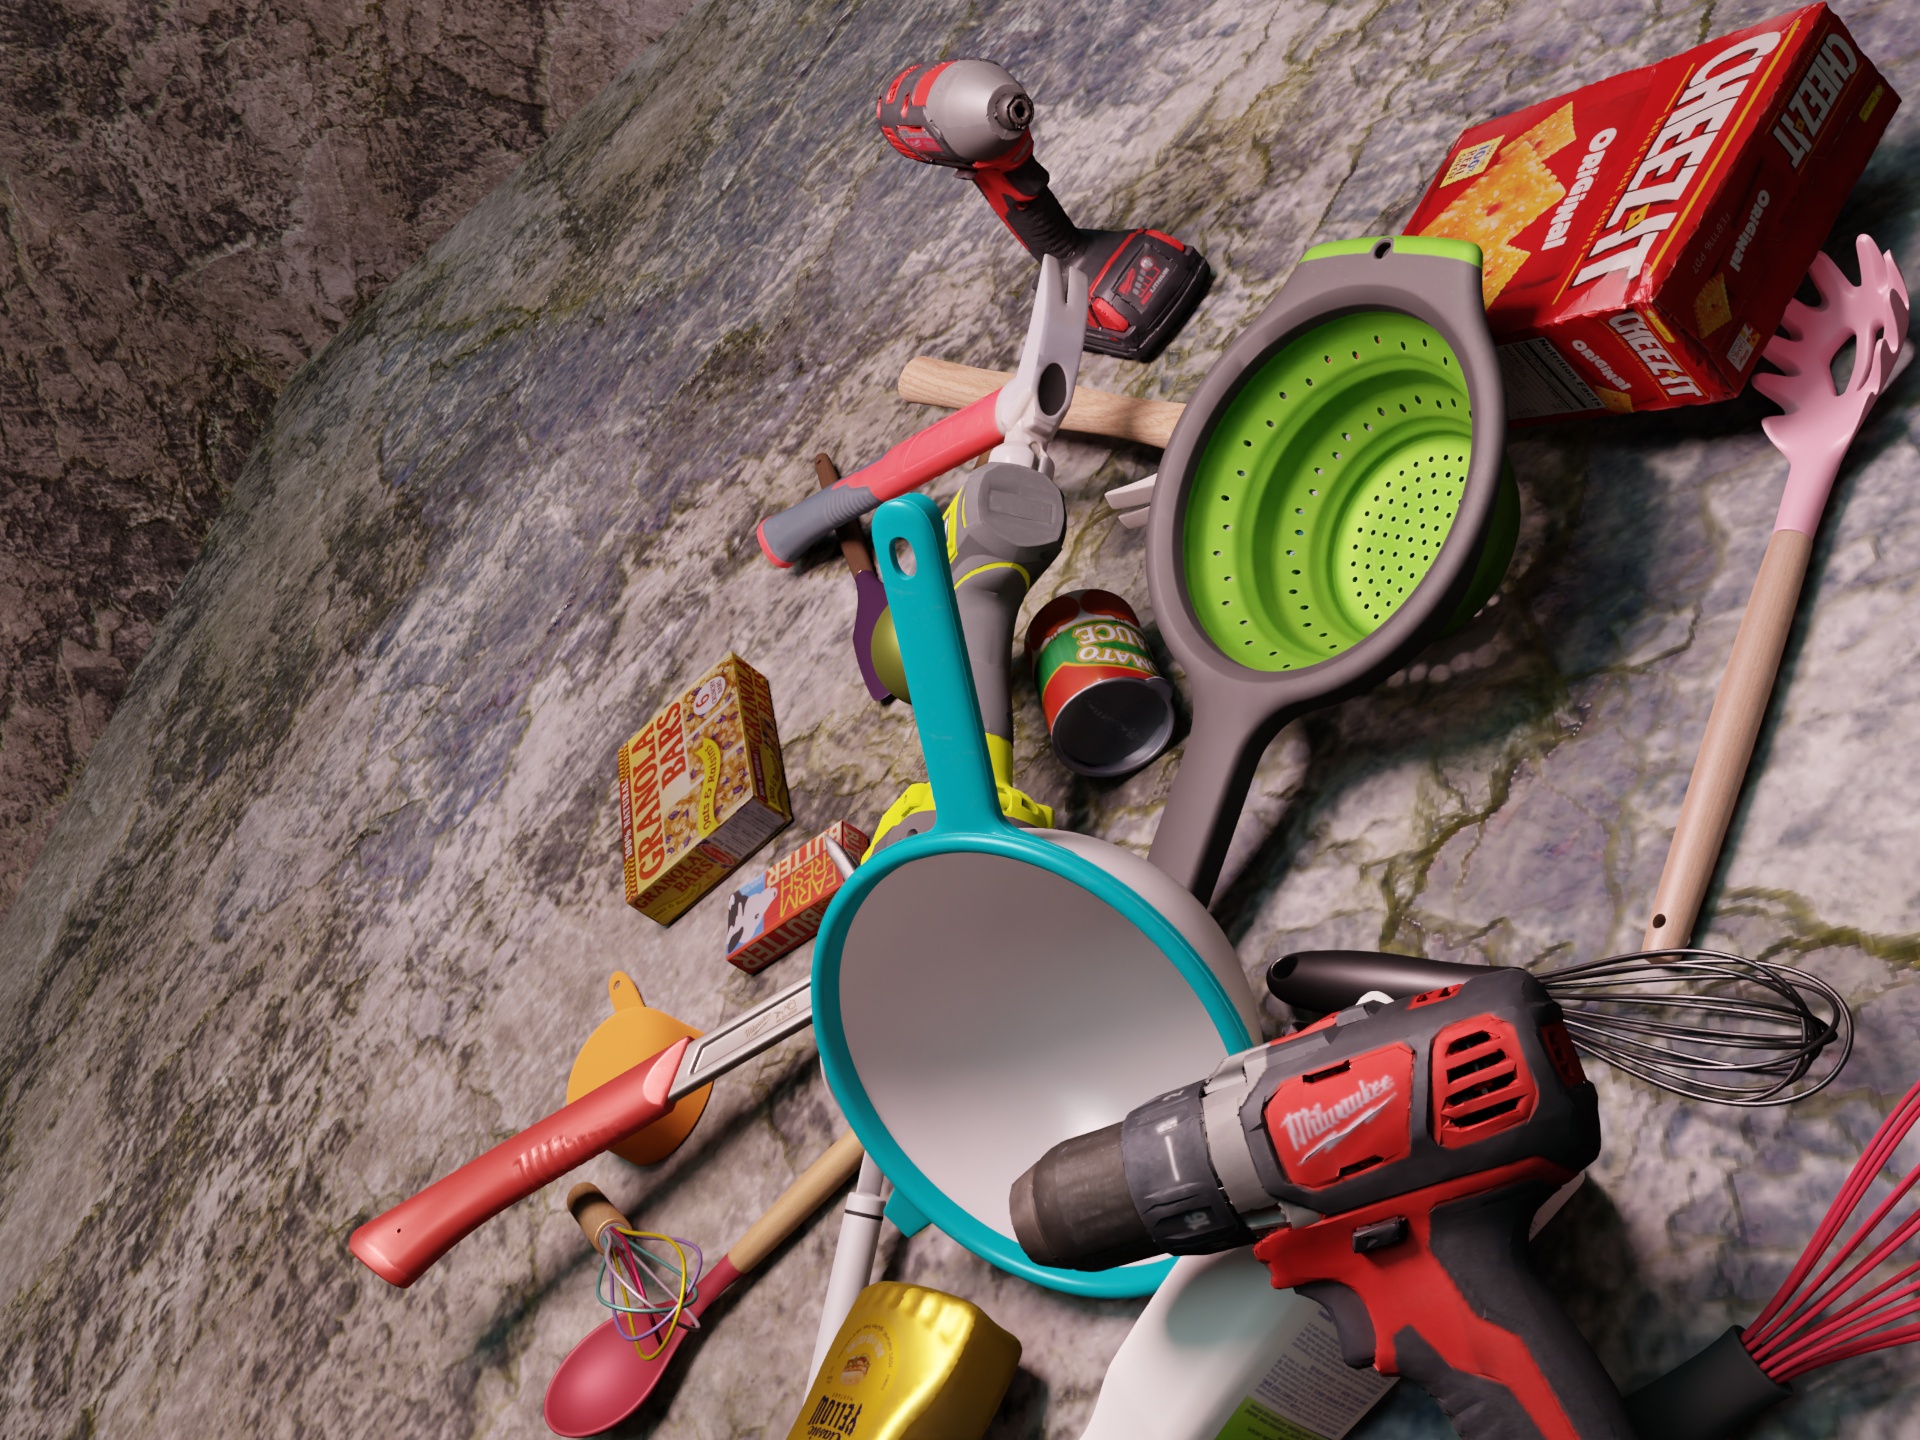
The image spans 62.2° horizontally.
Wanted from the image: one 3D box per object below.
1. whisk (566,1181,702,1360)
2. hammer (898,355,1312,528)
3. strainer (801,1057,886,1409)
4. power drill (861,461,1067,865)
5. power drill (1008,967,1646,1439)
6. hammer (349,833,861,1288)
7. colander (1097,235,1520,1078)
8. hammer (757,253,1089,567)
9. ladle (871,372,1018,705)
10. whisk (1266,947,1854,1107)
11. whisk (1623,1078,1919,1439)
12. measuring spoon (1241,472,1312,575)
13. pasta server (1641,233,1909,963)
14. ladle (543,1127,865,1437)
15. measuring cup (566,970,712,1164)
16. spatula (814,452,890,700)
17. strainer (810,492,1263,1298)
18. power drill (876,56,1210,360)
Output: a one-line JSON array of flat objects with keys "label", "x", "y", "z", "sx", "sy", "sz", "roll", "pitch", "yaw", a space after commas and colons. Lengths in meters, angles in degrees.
[{"label": "whisk", "x": -0.183, "y": 0.285, "z": 0.846, "sx": 0.245, "sy": 0.051, "sz": 0.047, "roll": 172, "pitch": 89, "yaw": -67}, {"label": "hammer", "x": 0.065, "y": -0.197, "z": 1.010, "sx": 0.332, "sy": 0.031, "sz": 0.130, "roll": 23, "pitch": 71, "yaw": 49}, {"label": "strainer", "x": -0.046, "y": 0.225, "z": 0.765, "sx": 0.050, "sy": 0.086, "sz": 0.258, "roll": -19, "pitch": 55, "yaw": 60}, {"label": "power drill", "x": -0.001, "y": -0.003, "z": 0.847, "sx": 0.171, "sy": 0.080, "sz": 0.223, "roll": 131, "pitch": 147, "yaw": -62}, {"label": "power drill", "x": 0.123, "y": 0.205, "z": 0.472, "sx": 0.188, "sy": 0.080, "sz": 0.227, "roll": -25, "pitch": 72, "yaw": 23}, {"label": "hammer", "x": -0.190, "y": 0.208, "z": 0.892, "sx": 0.359, "sy": 0.036, "sz": 0.149, "roll": -31, "pitch": 49, "yaw": 9}, {"label": "colander", "x": 0.162, "y": -0.019, "z": 0.743, "sx": 0.205, "sy": 0.094, "sz": 0.397, "roll": 24, "pitch": 96, "yaw": 55}, {"label": "hammer", "x": -0.041, "y": -0.179, "z": 1.064, "sx": 0.386, "sy": 0.038, "sz": 0.143, "roll": -13, "pitch": 62, "yaw": 59}, {"label": "ladle", "x": 0.017, "y": -0.143, "z": 1.060, "sx": 0.078, "sy": 0.062, "sz": 0.320, "roll": -10, "pitch": 45, "yaw": 40}, {"label": "whisk", "x": 0.208, "y": 0.107, "z": 0.598, "sx": 0.239, "sy": 0.055, "sz": 0.055, "roll": -5, "pitch": 55, "yaw": 52}, {"label": "whisk", "x": 0.253, "y": 0.178, "z": 0.471, "sx": 0.295, "sy": 0.073, "sz": 0.073, "roll": -47, "pitch": 34, "yaw": 19}, {"label": "measuring spoon", "x": 0.172, "y": -0.113, "z": 0.869, "sx": 0.042, "sy": 0.021, "sz": 0.129, "roll": -35, "pitch": 29, "yaw": 23}, {"label": "pasta server", "x": 0.314, "y": -0.052, "z": 0.623, "sx": 0.060, "sy": 0.040, "sz": 0.316, "roll": -7, "pitch": 54, "yaw": 61}, {"label": "ladle", "x": -0.099, "y": 0.263, "z": 0.826, "sx": 0.315, "sy": 0.031, "sz": 0.069, "roll": -45, "pitch": 30, "yaw": 7}, {"label": "measuring cup", "x": -0.213, "y": 0.199, "z": 0.992, "sx": 0.095, "sy": 0.052, "sz": 0.174, "roll": -49, "pitch": 36, "yaw": 4}, {"label": "spatula", "x": -0.072, "y": -0.118, "z": 1.150, "sx": 0.060, "sy": 0.018, "sz": 0.316, "roll": -39, "pitch": 37, "yaw": 12}, {"label": "strainer", "x": 0.033, "y": 0.067, "z": 0.656, "sx": 0.211, "sy": 0.340, "sz": 0.095, "roll": -2, "pitch": 17, "yaw": 35}, {"label": "power drill", "x": 0.054, "y": -0.332, "z": 1.019, "sx": 0.078, "sy": 0.219, "sz": 0.143, "roll": -54, "pitch": 34, "yaw": -3}]
